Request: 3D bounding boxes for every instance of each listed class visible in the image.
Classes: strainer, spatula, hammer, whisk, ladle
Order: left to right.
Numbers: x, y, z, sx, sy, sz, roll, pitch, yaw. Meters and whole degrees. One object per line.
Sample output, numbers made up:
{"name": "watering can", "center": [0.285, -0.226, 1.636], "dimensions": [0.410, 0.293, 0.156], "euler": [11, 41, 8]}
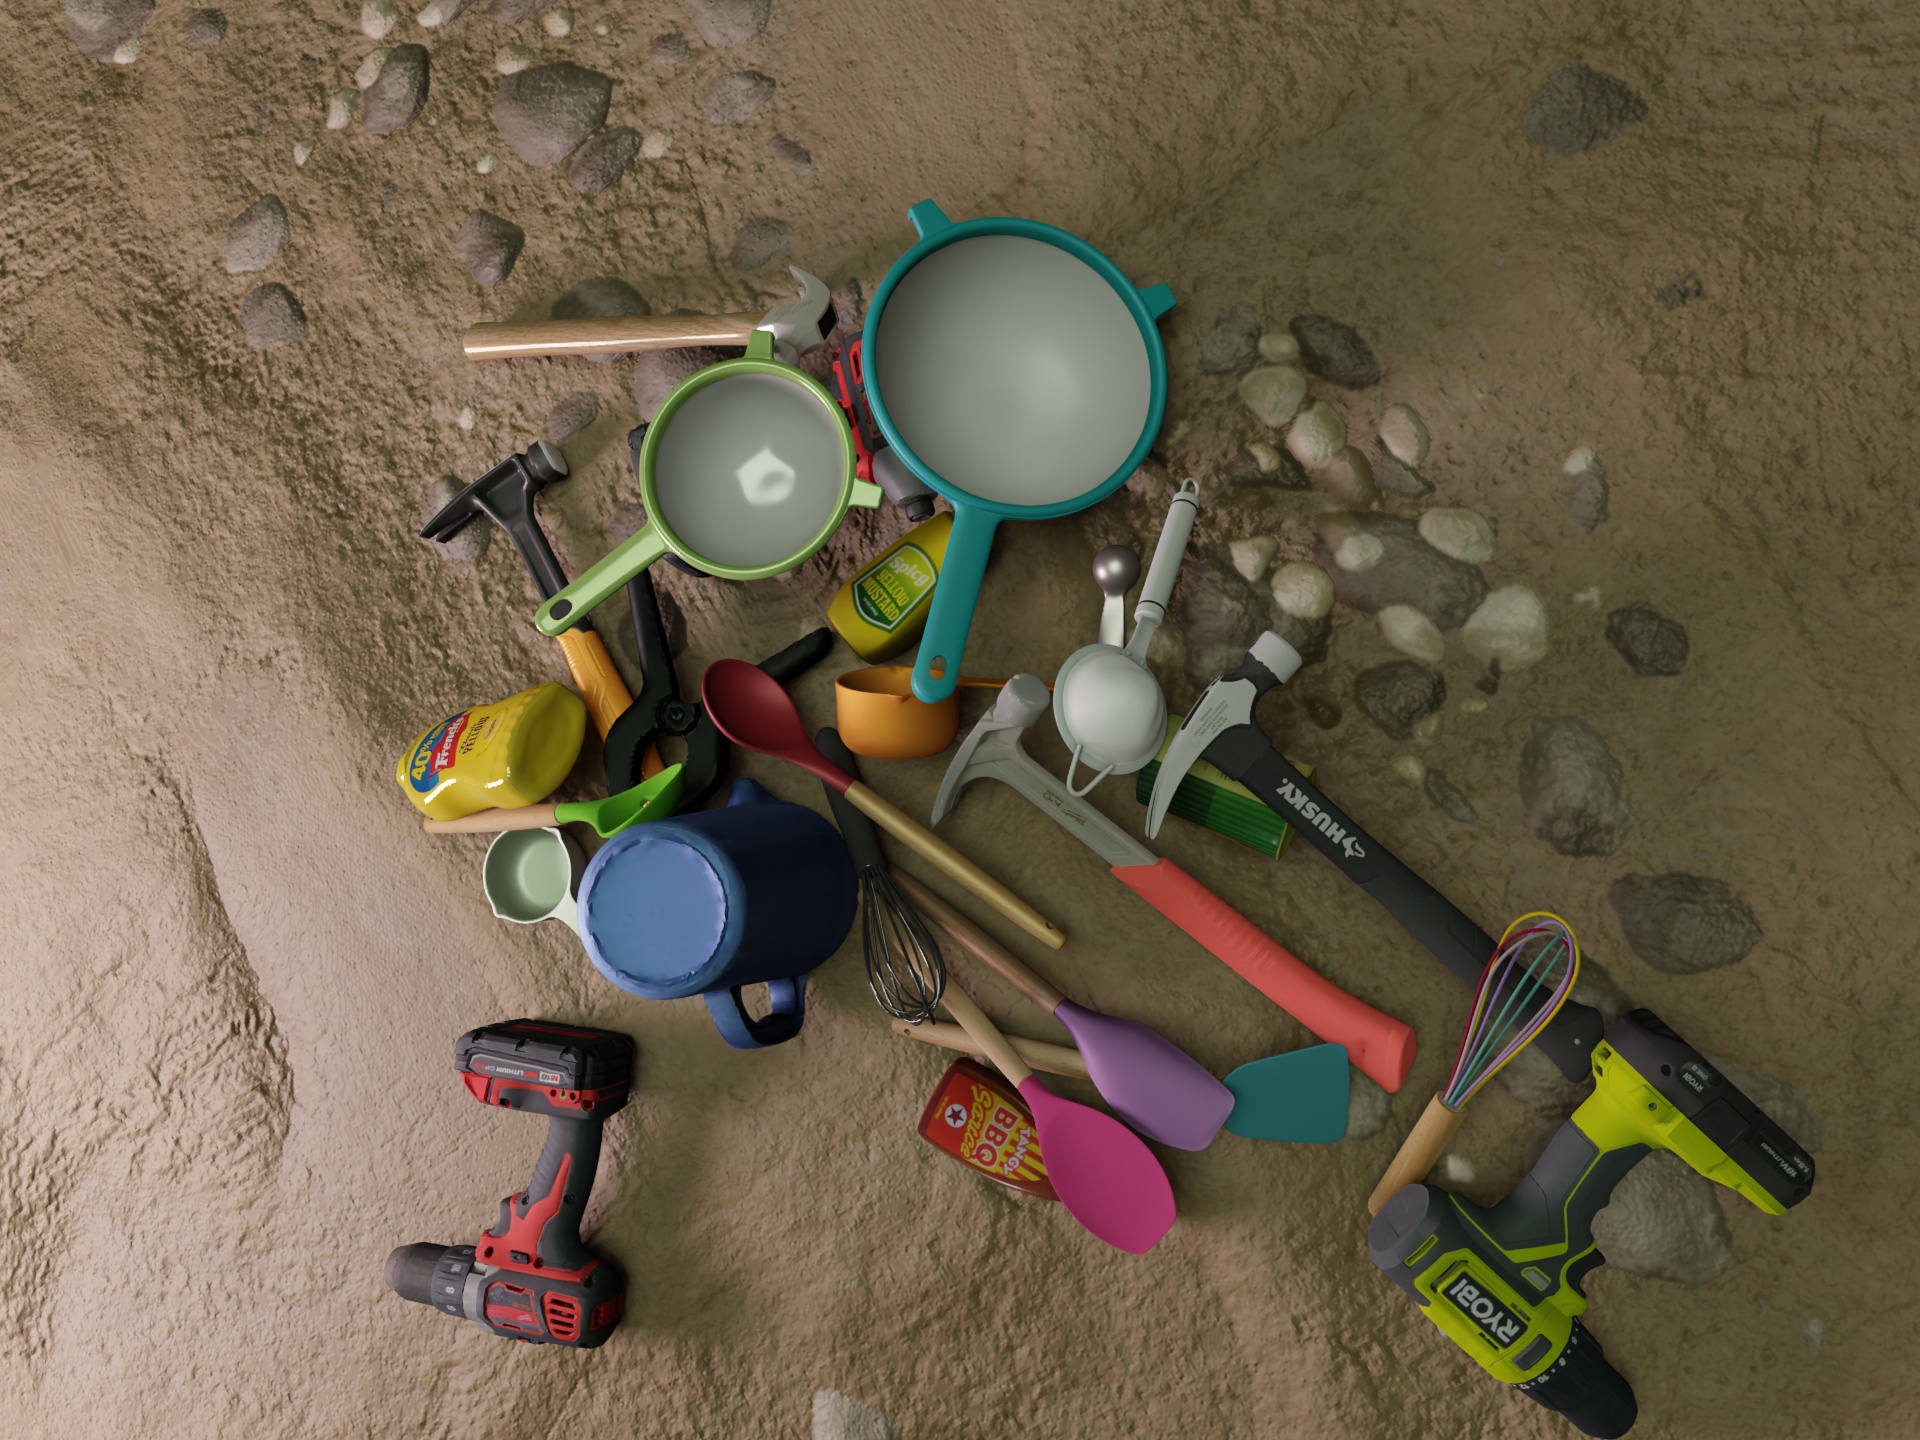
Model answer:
{"name": "hammer", "center": [-0.296, -0.048, 1.226], "dimensions": [0.127, 0.034, 0.337], "euler": [-32, 77, 11]}
{"name": "hammer", "center": [-0.242, -0.296, 1.210], "dimensions": [0.331, 0.031, 0.130], "euler": [4, 43, 26]}
{"name": "strainer", "center": [-0.182, -0.137, 1.102], "dimensions": [0.256, 0.069, 0.151], "euler": [-36, 83, 6]}
{"name": "whisk", "center": [-0.061, 0.105, 1.117], "dimensions": [0.055, 0.055, 0.239], "euler": [-28, 62, 13]}
{"name": "ladle", "center": [-0.055, 0.061, 1.108], "dimensions": [0.315, 0.069, 0.031], "euler": [36, 133, 10]}
{"name": "strainer", "center": [0.013, -0.169, 1.086], "dimensions": [0.211, 0.095, 0.340], "euler": [17, 79, -10]}
{"name": "spatula", "center": [0.048, 0.181, 1.079], "dimensions": [0.316, 0.018, 0.060], "euler": [36, 94, 28]}
{"name": "spatula", "center": [0.100, 0.231, 1.078], "dimensions": [0.317, 0.044, 0.082], "euler": [8, 120, 25]}
{"name": "strainer", "center": [0.123, -0.065, 1.047], "dimensions": [0.086, 0.050, 0.259], "euler": [32, 59, -19]}
{"name": "hammer", "center": [0.144, 0.124, 1.058], "dimensions": [0.359, 0.037, 0.149], "euler": [38, 133, 9]}
{"name": "hammer", "center": [0.266, 0.107, 0.993], "dimensions": [0.335, 0.035, 0.146], "euler": [41, 90, -1]}
{"name": "whisk", "center": [0.311, 0.216, 0.977], "dimensions": [0.047, 0.051, 0.244], "euler": [32, 119, 20]}

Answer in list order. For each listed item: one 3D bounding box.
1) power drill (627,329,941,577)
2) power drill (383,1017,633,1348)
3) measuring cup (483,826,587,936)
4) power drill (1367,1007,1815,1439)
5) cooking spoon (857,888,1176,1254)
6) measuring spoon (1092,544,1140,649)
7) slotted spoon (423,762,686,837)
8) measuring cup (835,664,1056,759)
{"name": "power drill", "center": [-0.121, -0.188, 1.167], "dimensions": [0.219, 0.078, 0.143], "euler": [-18, 80, 12]}
{"name": "power drill", "center": [-0.336, 0.342, 1.182], "dimensions": [0.188, 0.080, 0.227], "euler": [4, 89, 18]}
{"name": "measuring cup", "center": [-0.288, 0.143, 1.205], "dimensions": [0.168, 0.038, 0.083], "euler": [38, 96, 15]}
{"name": "power drill", "center": [0.388, 0.306, 0.954], "dimensions": [0.190, 0.080, 0.228], "euler": [42, 98, -3]}
{"name": "cooking spoon", "center": [0.029, 0.225, 1.078], "dimensions": [0.068, 0.017, 0.319], "euler": [-50, 63, 11]}
{"name": "measuring spoon", "center": [0.105, -0.063, 1.114], "dimensions": [0.034, 0.018, 0.124], "euler": [3, 86, 17]}
{"name": "slotted spoon", "center": [-0.304, 0.068, 1.162], "dimensions": [0.314, 0.070, 0.031], "euler": [-7, 124, 41]}
{"name": "measuring cup", "center": [-0.002, -0.004, 1.120], "dimensions": [0.173, 0.095, 0.052], "euler": [1, 104, -4]}
